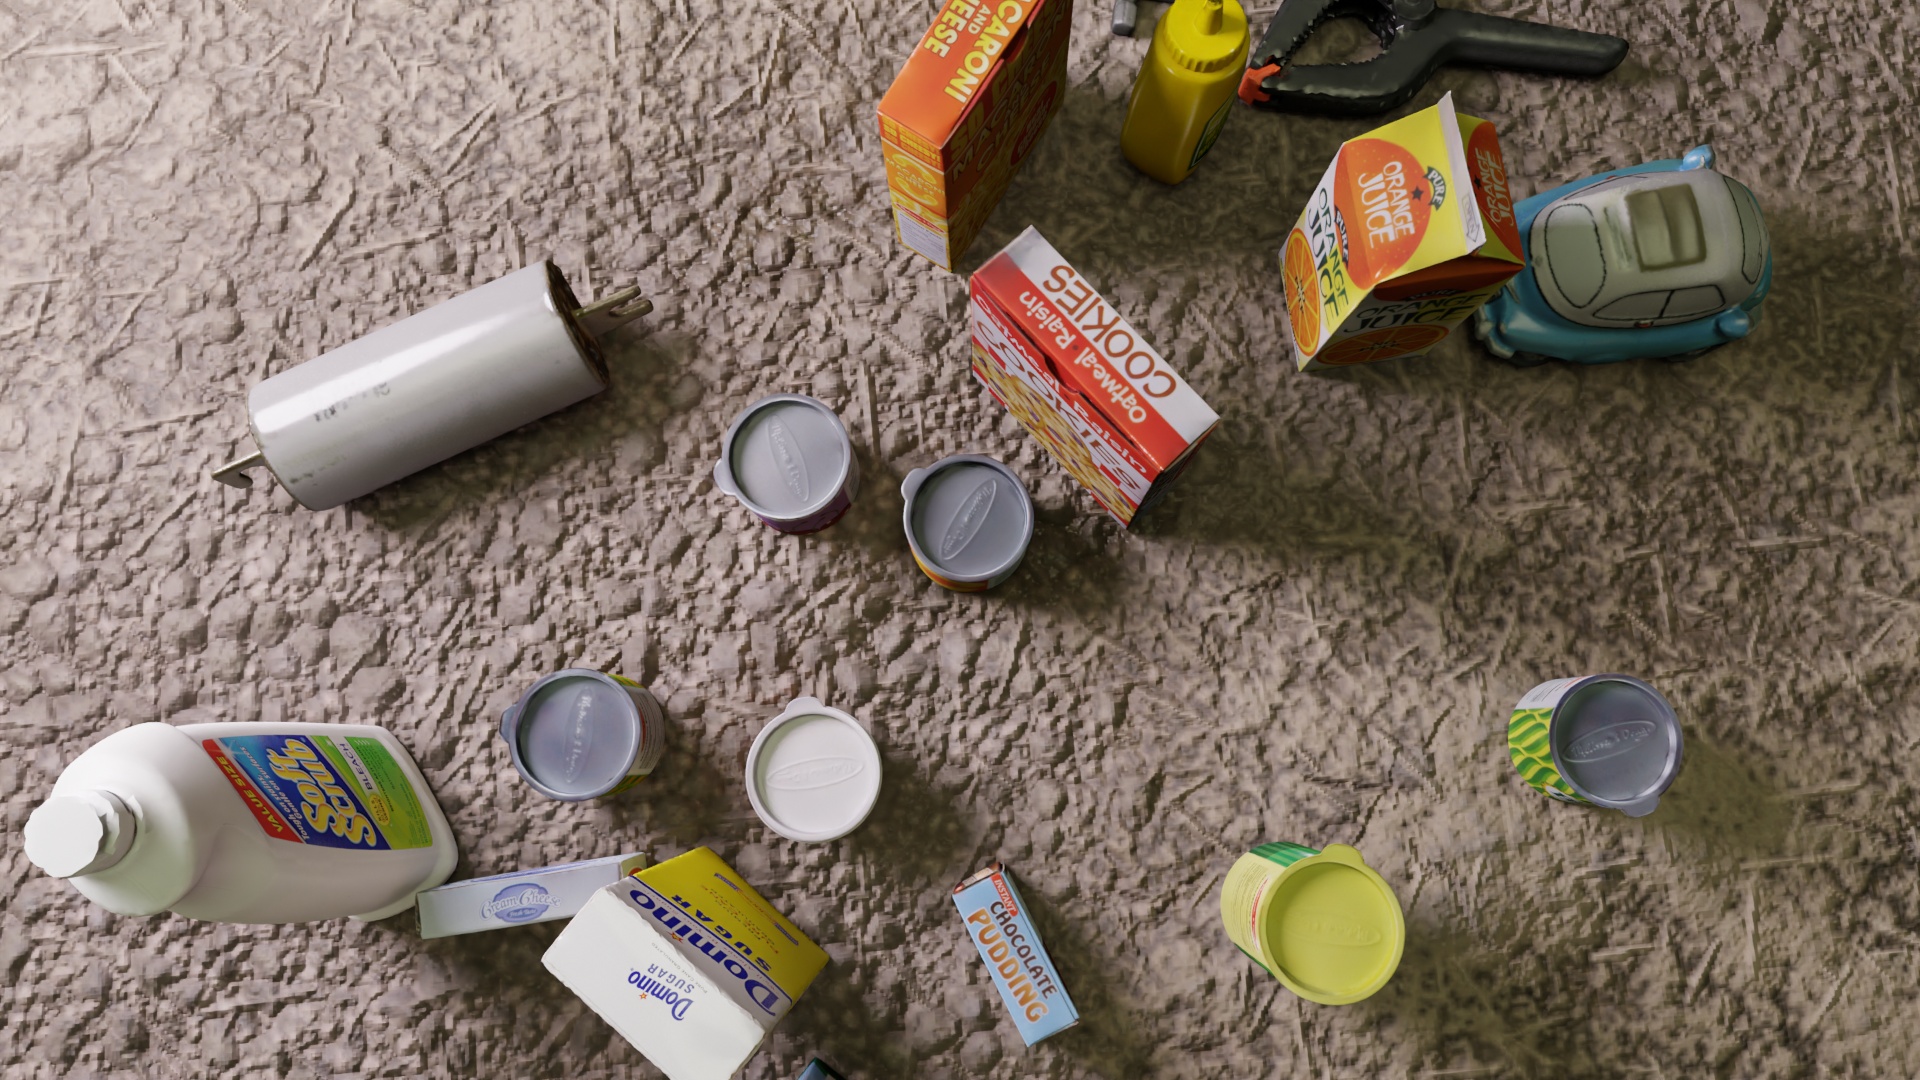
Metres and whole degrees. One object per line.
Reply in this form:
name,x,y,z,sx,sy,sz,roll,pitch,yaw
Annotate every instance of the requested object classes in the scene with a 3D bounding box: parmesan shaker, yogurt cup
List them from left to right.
yogurt cup,-0.073,0.119,0.714,0.072,0.054,0.072,0,81,1
parmesan shaker,0.169,0.180,0.677,0.071,0.103,0.071,0,82,1

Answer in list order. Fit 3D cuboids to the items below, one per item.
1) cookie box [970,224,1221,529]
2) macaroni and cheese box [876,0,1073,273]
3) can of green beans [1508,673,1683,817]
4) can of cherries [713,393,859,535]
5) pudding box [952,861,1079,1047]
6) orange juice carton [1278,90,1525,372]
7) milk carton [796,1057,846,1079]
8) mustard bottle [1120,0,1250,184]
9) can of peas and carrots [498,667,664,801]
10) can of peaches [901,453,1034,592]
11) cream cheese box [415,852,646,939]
cookie box,0.059,-0.072,0.685,0.040,0.167,0.123,-43,83,-5
macaroni and cheese box,0.011,-0.223,0.710,0.040,0.166,0.124,31,83,5
can of green beans,0.322,0.102,0.710,0.071,0.057,0.071,0,81,1
can of cherries,-0.091,-0.039,0.737,0.071,0.058,0.071,0,81,1
pudding box,0.028,0.207,0.701,0.030,0.049,0.084,-27,82,-3
orange juice carton,0.216,-0.145,0.682,0.073,0.192,0.072,-8,82,0
milk carton,-0.069,0.301,0.616,0.073,0.190,0.072,36,84,6
mustard bottle,0.119,-0.239,0.714,0.049,0.160,0.065,32,83,5
can of peas and carrots,-0.193,0.100,0.716,0.071,0.058,0.071,0,81,1
can of peaches,0.003,-0.009,0.731,0.071,0.058,0.071,0,81,1
cream cheese box,-0.216,0.180,0.707,0.104,0.053,0.024,-9,82,-1
